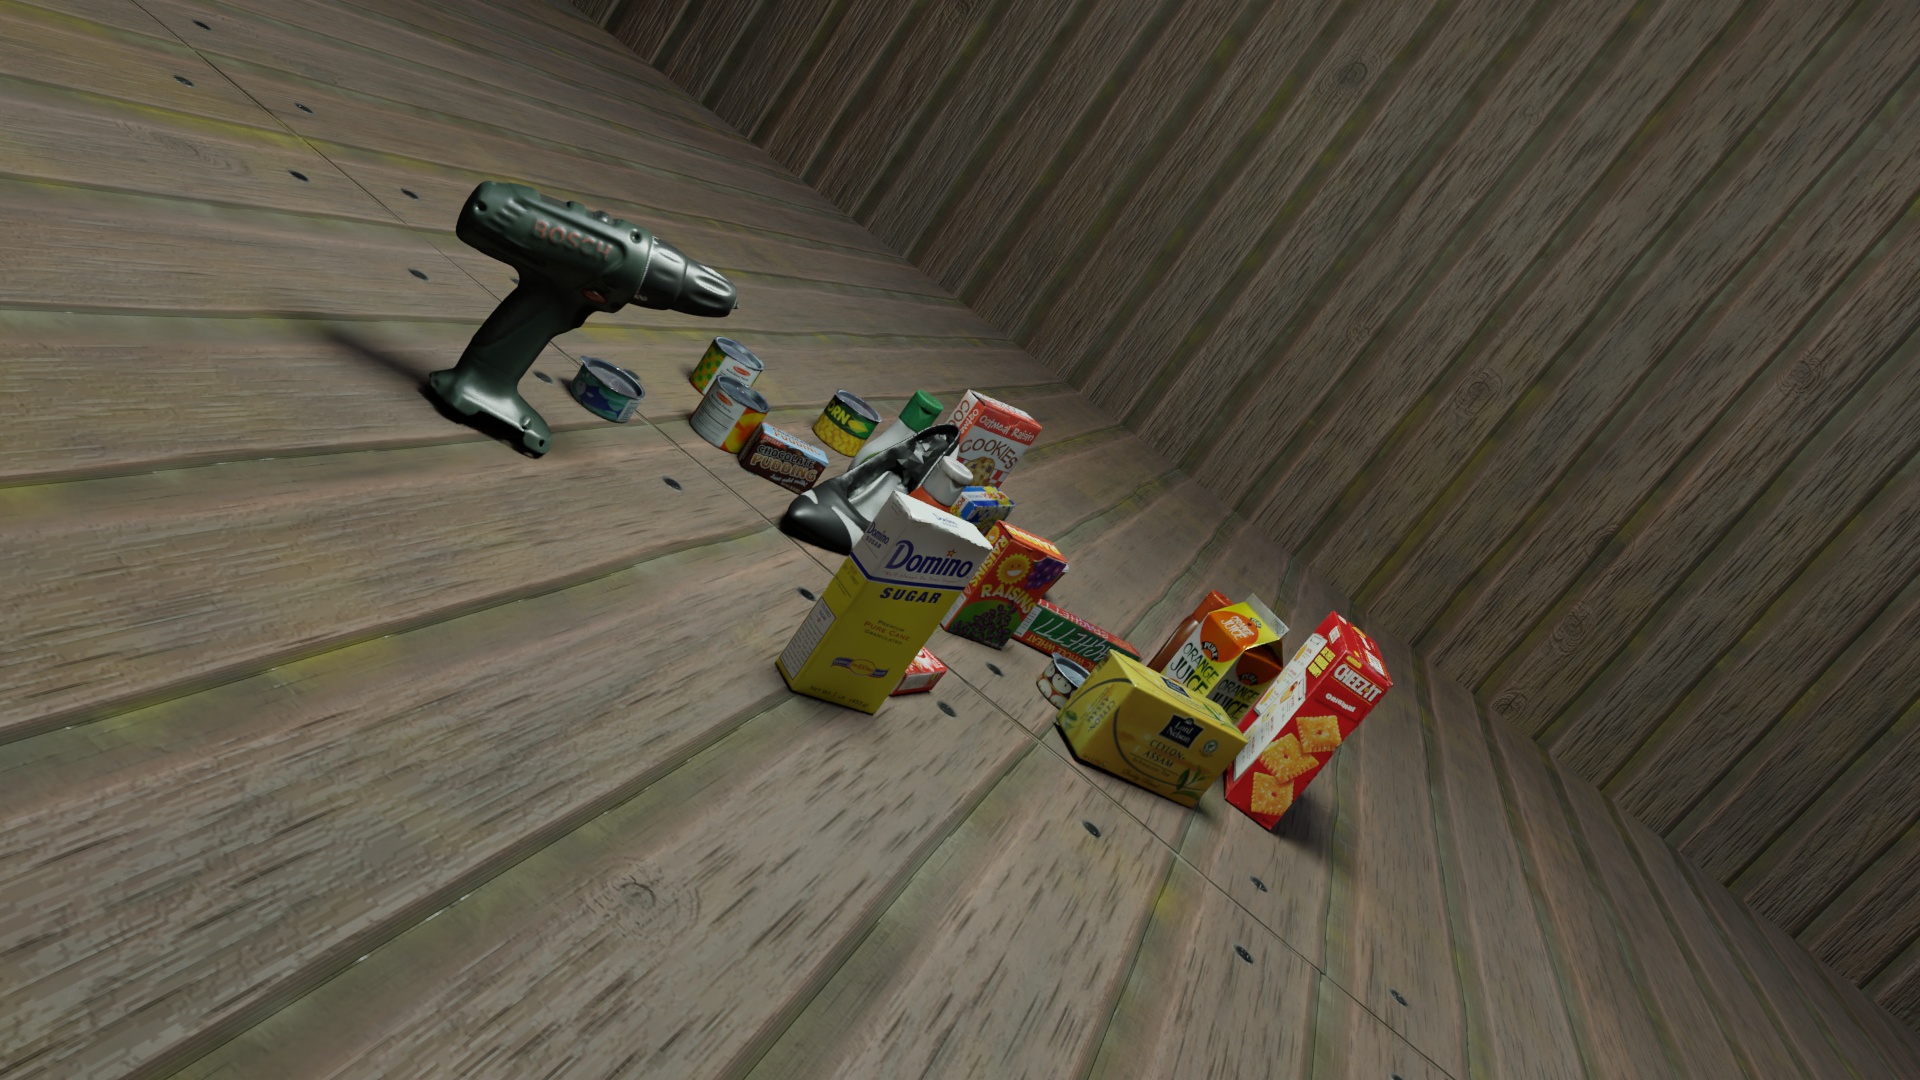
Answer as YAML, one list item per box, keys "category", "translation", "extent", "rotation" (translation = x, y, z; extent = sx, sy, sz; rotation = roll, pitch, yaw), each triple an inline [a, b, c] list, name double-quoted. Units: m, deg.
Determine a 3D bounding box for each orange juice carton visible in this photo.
- category: "orange juice carton"
  translation: [0.278, 0.150, 1.514]
  extent: [0.073, 0.192, 0.072]
  rotation: [25, 19, -37]

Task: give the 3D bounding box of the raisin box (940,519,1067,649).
- category: "raisin box"
  translation: [0.040, 0.047, 1.438]
  extent: [0.086, 0.123, 0.040]
  rotation: [24, 20, -39]

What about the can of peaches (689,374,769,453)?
- category: "can of peaches"
  translation: [-0.245, -0.134, 1.481]
  extent: [0.071, 0.058, 0.071]
  rotation: [33, 16, -11]

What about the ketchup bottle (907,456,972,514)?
- category: "ketchup bottle"
  translation: [-0.044, -0.017, 1.398]
  extent: [0.064, 0.148, 0.044]
  rotation: [26, 19, -34]

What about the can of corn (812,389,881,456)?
- category: "can of corn"
  translation: [-0.143, -0.146, 1.726]
  extent: [0.071, 0.058, 0.071]
  rotation: [33, 16, -11]

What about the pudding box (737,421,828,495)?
- category: "pudding box"
  translation: [-0.188, -0.087, 1.479]
  extent: [0.083, 0.049, 0.030]
  rotation: [27, 18, -30]

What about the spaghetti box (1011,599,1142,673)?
- category: "spaghetti box"
  translation: [0.095, 0.097, 1.544]
  extent: [0.250, 0.050, 0.029]
  rotation: [27, 18, -28]

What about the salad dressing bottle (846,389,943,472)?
- category: "salad dressing bottle"
  translation: [-0.076, -0.103, 1.579]
  extent: [0.064, 0.147, 0.044]
  rotation: [32, 16, -17]

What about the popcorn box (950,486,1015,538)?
- category: "popcorn box"
  translation: [0.006, -0.020, 1.628]
  extent: [0.038, 0.085, 0.127]
  rotation: [41, 16, 17]

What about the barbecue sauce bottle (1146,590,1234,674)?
- category: "barbecue sauce bottle"
  translation: [0.265, 0.125, 1.635]
  extent: [0.044, 0.148, 0.065]
  rotation: [42, 16, 19]

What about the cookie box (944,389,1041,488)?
- category: "cookie box"
  translation: [0.010, -0.095, 1.698]
  extent: [0.123, 0.167, 0.040]
  rotation: [15, 26, -53]

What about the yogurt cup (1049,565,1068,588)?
- category: "yogurt cup"
  translation: [0.091, 0.035, 1.705]
  extent: [0.072, 0.053, 0.072]
  rotation: [33, 16, -11]

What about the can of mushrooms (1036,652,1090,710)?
- category: "can of mushrooms"
  translation: [0.114, 0.152, 1.455]
  extent: [0.071, 0.033, 0.071]
  rotation: [33, 16, -11]

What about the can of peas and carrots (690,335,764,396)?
- category: "can of peas and carrots"
  translation: [-0.269, -0.194, 1.600]
  extent: [0.071, 0.058, 0.071]
  rotation: [33, 16, -11]

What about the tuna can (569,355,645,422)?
- category: "tuna can"
  translation: [-0.347, -0.148, 1.354]
  extent: [0.071, 0.032, 0.071]
  rotation: [33, 16, -11]
